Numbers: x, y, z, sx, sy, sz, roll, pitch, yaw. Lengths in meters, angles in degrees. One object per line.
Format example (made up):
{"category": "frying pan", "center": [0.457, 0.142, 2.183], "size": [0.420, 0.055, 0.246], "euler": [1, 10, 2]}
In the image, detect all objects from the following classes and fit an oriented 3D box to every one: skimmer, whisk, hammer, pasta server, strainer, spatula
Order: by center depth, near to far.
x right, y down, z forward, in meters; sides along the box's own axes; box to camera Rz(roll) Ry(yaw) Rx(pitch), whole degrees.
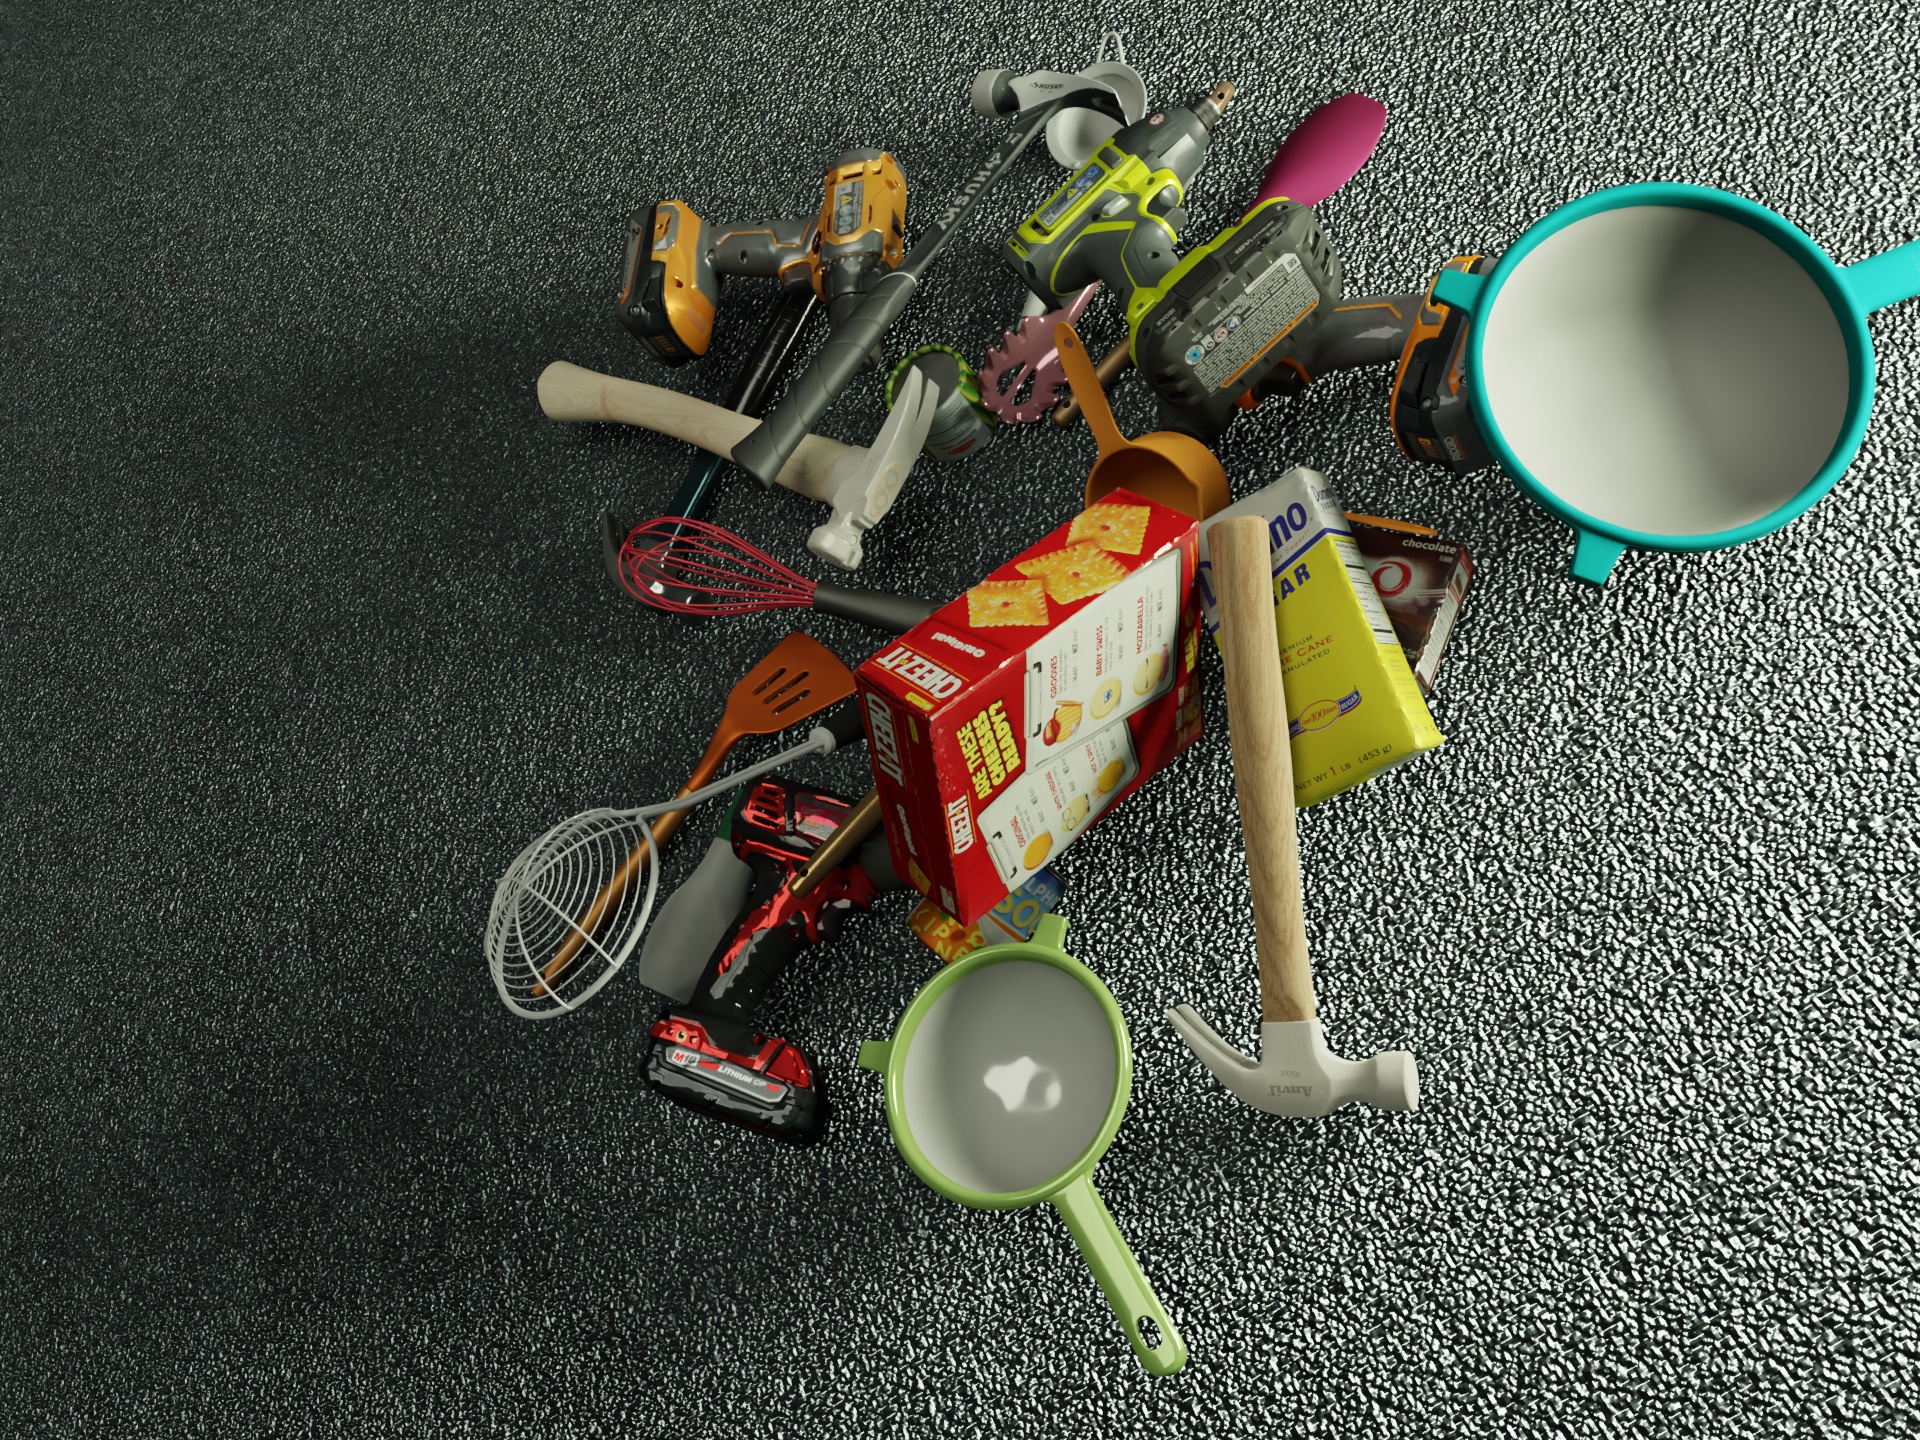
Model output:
{"category": "hammer", "center": [0.169, 0.051, 0.886], "size": [0.130, 0.031, 0.331], "euler": [-9, 83, 28]}
{"category": "strainer", "center": [0.440, -0.206, 0.890], "size": [0.340, 0.095, 0.211], "euler": [-22, 78, -1]}
{"category": "strainer", "center": [0.060, 0.247, 0.891], "size": [0.151, 0.069, 0.257], "euler": [-37, 57, 6]}
{"category": "skimmer", "center": [-0.128, 0.061, 0.987], "size": [0.363, 0.090, 0.127], "euler": [-26, 26, -37]}
{"category": "hammer", "center": [-0.030, -0.321, 1.129], "size": [0.149, 0.036, 0.409], "euler": [20, 67, 40]}
{"category": "whisk", "center": [-0.117, -0.093, 1.132], "size": [0.296, 0.073, 0.073], "euler": [14, 74, 19]}
{"category": "spatula", "center": [-0.200, 0.072, 1.141], "size": [0.081, 0.041, 0.322], "euler": [40, 93, 35]}
{"category": "pasta server", "center": [0.111, -0.343, 1.157], "size": [0.060, 0.040, 0.316], "euler": [36, 83, -6]}
{"category": "strainer", "center": [0.085, -0.388, 1.192], "size": [0.087, 0.050, 0.258], "euler": [13, 80, 36]}
{"category": "hammer", "center": [-0.191, -0.233, 1.216], "size": [0.411, 0.038, 0.146], "euler": [24, 85, 39]}
{"category": "hammer", "center": [-0.179, -0.236, 1.266], "size": [0.128, 0.033, 0.331], "euler": [20, 78, 32]}

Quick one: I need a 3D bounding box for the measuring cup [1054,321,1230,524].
{"category": "measuring cup", "center": [0.112, -0.179, 1.020], "size": [0.095, 0.052, 0.173], "euler": [-20, 98, 45]}

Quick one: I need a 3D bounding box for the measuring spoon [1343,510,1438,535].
{"category": "measuring spoon", "center": [0.247, -0.127, 0.972], "size": [0.117, 0.021, 0.011], "euler": [28, 115, 55]}

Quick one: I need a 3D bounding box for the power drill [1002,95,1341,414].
{"category": "power drill", "center": [0.139, -0.310, 1.030], "size": [0.171, 0.080, 0.223], "euler": [-42, 45, 10]}

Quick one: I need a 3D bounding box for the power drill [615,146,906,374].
{"category": "power drill", "center": [-0.150, -0.337, 1.233], "size": [0.226, 0.084, 0.185], "euler": [-7, 66, 18]}

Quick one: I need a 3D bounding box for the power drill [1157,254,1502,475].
{"category": "power drill", "center": [0.234, -0.223, 1.012], "size": [0.227, 0.084, 0.164], "euler": [18, 77, 38]}

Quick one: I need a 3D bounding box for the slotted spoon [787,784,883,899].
{"category": "slotted spoon", "center": [-0.002, -0.003, 1.026], "size": [0.070, 0.031, 0.314], "euler": [31, 70, 36]}

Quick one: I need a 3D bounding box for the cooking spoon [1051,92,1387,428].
{"category": "cooking spoon", "center": [0.179, -0.325, 1.123], "size": [0.319, 0.017, 0.069], "euler": [-46, 54, 1]}

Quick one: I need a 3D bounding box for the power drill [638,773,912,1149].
{"category": "power drill", "center": [-0.103, 0.149, 1.012], "size": [0.143, 0.078, 0.220], "euler": [15, 69, 12]}
